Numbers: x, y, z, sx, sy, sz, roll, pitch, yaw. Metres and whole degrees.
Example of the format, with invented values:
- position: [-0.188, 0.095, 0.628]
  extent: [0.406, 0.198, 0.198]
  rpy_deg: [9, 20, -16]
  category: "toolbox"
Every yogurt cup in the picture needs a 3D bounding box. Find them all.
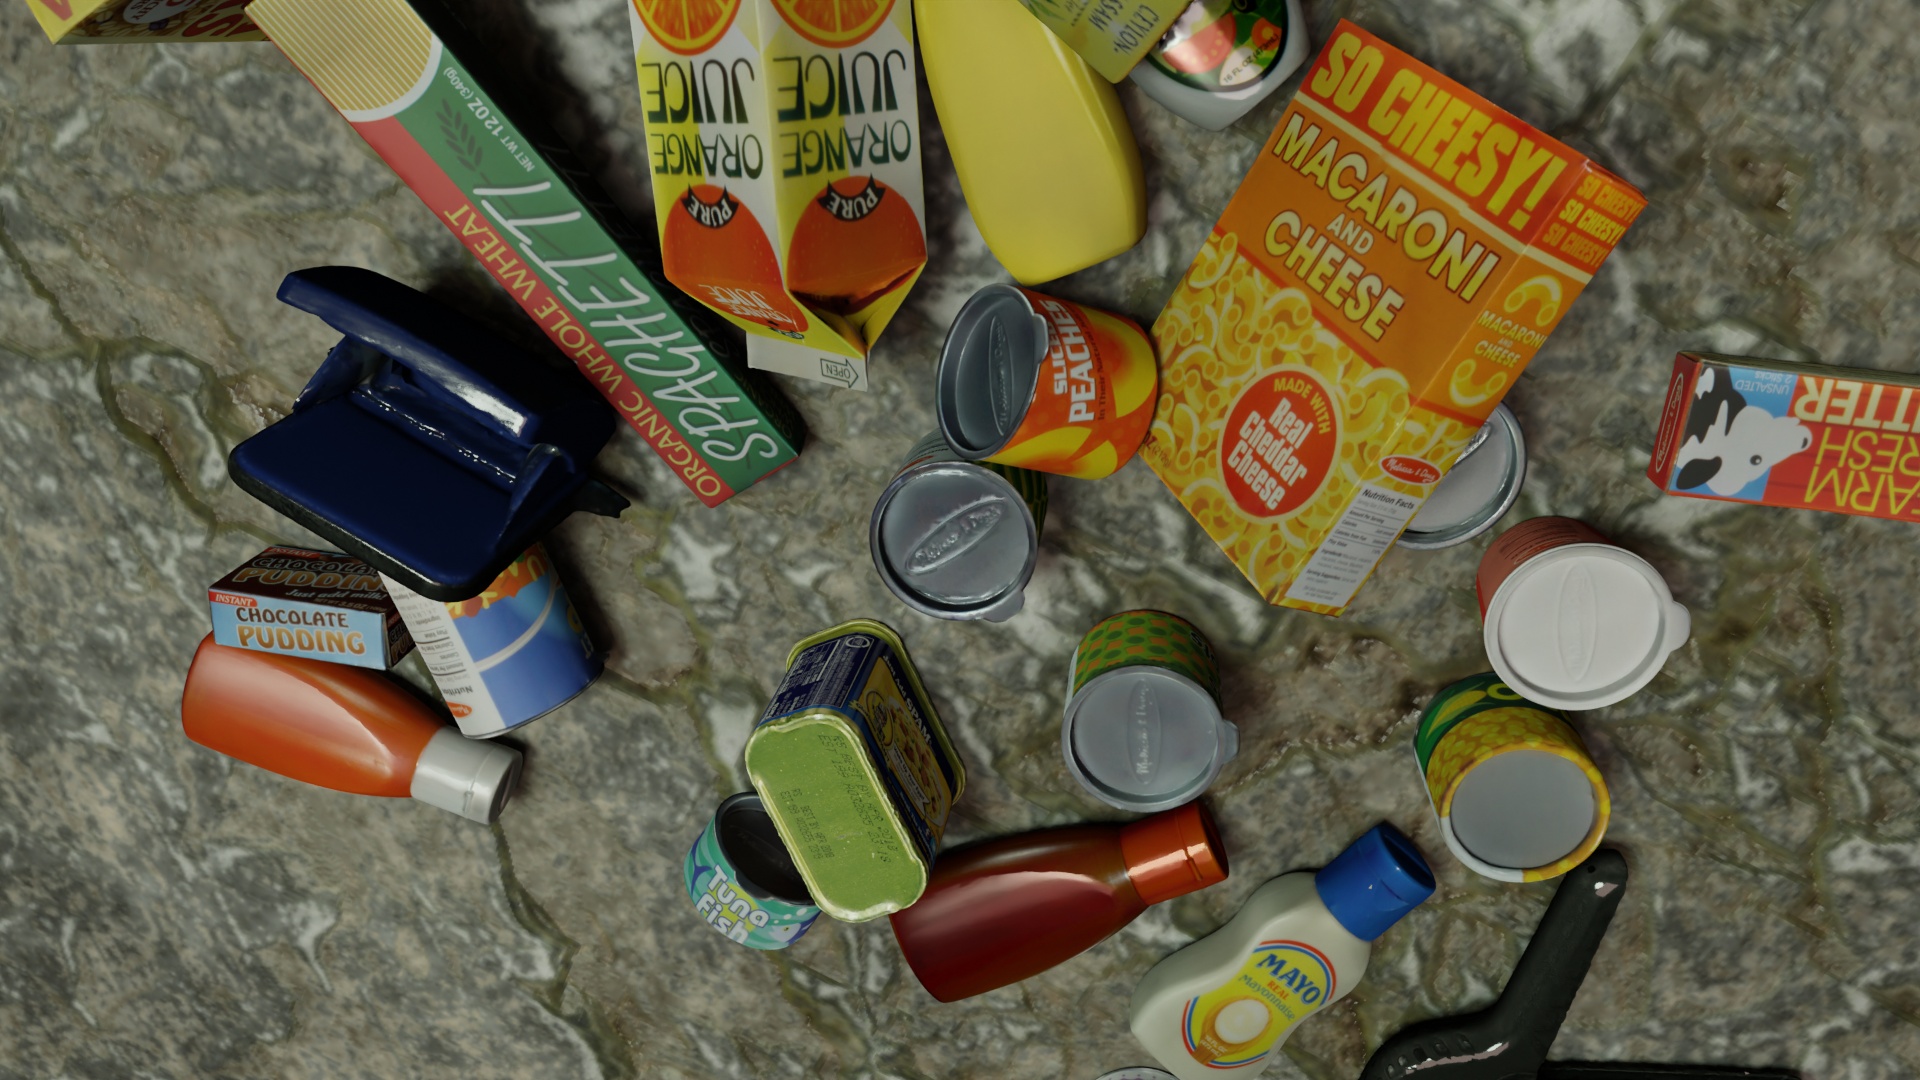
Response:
- position: [0.235, 0.024, 0.541]
  extent: [0.072, 0.054, 0.072]
  rpy_deg: [3, 111, 8]
  category: "yogurt cup"

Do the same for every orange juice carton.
- position: [-0.064, -0.151, 0.497]
  extent: [0.072, 0.073, 0.192]
  rpy_deg: [14, 116, 40]
  category: "orange juice carton"

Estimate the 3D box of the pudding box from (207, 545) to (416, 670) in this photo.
- position: [-0.282, 0.029, 0.622]
  extent: [0.084, 0.050, 0.030]
  rpy_deg: [8, 113, 6]
  category: "pudding box"

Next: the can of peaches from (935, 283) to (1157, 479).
- position: [0.033, -0.059, 0.522]
  extent: [0.058, 0.071, 0.071]
  rpy_deg: [8, 117, -33]
  category: "can of peaches"

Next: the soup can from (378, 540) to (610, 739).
- position: [-0.201, 0.032, 0.604]
  extent: [0.071, 0.071, 0.083]
  rpy_deg: [-17, 106, 14]
  category: "soup can"

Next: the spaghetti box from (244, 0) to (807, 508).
- position: [-0.153, -0.113, 0.527]
  extent: [0.050, 0.029, 0.249]
  rpy_deg: [-30, 119, 18]
  category: "spaghetti box"

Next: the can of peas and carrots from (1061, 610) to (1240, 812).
- position: [0.079, 0.069, 0.579]
  extent: [0.071, 0.059, 0.070]
  rpy_deg: [3, 111, 7]
  category: "can of peas and carrots"

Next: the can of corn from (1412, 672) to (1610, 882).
- position: [0.225, 0.094, 0.566]
  extent: [0.071, 0.058, 0.071]
  rpy_deg: [3, 111, 7]
  category: "can of corn"

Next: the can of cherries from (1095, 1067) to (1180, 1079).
- position: [0.084, 0.298, 0.663]
  extent: [0.071, 0.058, 0.071]
  rpy_deg: [3, 111, 7]
  category: "can of cherries"

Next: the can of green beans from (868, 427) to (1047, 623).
- position: [0.001, -0.009, 0.561]
  extent: [0.071, 0.058, 0.071]
  rpy_deg: [3, 110, 7]
  category: "can of green beans"

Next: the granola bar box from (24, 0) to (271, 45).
- position: [-0.223, -0.230, 0.476]
  extent: [0.165, 0.125, 0.039]
  rpy_deg: [-26, 104, 16]
  category: "granola bar box"

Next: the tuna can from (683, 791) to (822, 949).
- position: [-0.090, 0.150, 0.627]
  extent: [0.071, 0.071, 0.032]
  rpy_deg: [34, 113, -5]
  category: "tuna can"

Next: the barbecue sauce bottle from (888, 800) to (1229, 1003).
- position: [0.045, 0.158, 0.625]
  extent: [0.148, 0.044, 0.064]
  rpy_deg: [-23, 106, 15]
  category: "barbecue sauce bottle"

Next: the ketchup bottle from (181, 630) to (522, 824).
- position: [-0.281, 0.090, 0.647]
  extent: [0.149, 0.044, 0.064]
  rpy_deg: [21, 113, 0]
  category: "ketchup bottle"

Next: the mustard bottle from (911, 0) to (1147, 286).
- position: [0.018, -0.176, 0.502]
  extent: [0.065, 0.049, 0.159]
  rpy_deg: [-16, 107, 20]
  category: "mustard bottle"

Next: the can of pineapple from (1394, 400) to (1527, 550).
- position: [0.173, -0.039, 0.525]
  extent: [0.071, 0.058, 0.070]
  rpy_deg: [3, 110, 7]
  category: "can of pineapple"

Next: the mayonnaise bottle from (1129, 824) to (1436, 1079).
- position: [0.145, 0.186, 0.621]
  extent: [0.065, 0.041, 0.147]
  rpy_deg: [40, 111, -5]
  category: "mayonnaise bottle"

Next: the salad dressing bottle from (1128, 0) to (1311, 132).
- position: [0.060, -0.213, 0.484]
  extent: [0.064, 0.044, 0.147]
  rpy_deg: [-41, 100, 10]
  category: "salad dressing bottle"

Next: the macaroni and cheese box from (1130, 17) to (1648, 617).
- position: [0.131, -0.077, 0.481]
  extent: [0.040, 0.124, 0.165]
  rpy_deg: [11, 121, -36]
  category: "macaroni and cheese box"

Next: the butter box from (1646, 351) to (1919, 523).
- position: [0.320, -0.039, 0.522]
  extent: [0.103, 0.024, 0.053]
  rpy_deg: [7, 110, 6]
  category: "butter box"
